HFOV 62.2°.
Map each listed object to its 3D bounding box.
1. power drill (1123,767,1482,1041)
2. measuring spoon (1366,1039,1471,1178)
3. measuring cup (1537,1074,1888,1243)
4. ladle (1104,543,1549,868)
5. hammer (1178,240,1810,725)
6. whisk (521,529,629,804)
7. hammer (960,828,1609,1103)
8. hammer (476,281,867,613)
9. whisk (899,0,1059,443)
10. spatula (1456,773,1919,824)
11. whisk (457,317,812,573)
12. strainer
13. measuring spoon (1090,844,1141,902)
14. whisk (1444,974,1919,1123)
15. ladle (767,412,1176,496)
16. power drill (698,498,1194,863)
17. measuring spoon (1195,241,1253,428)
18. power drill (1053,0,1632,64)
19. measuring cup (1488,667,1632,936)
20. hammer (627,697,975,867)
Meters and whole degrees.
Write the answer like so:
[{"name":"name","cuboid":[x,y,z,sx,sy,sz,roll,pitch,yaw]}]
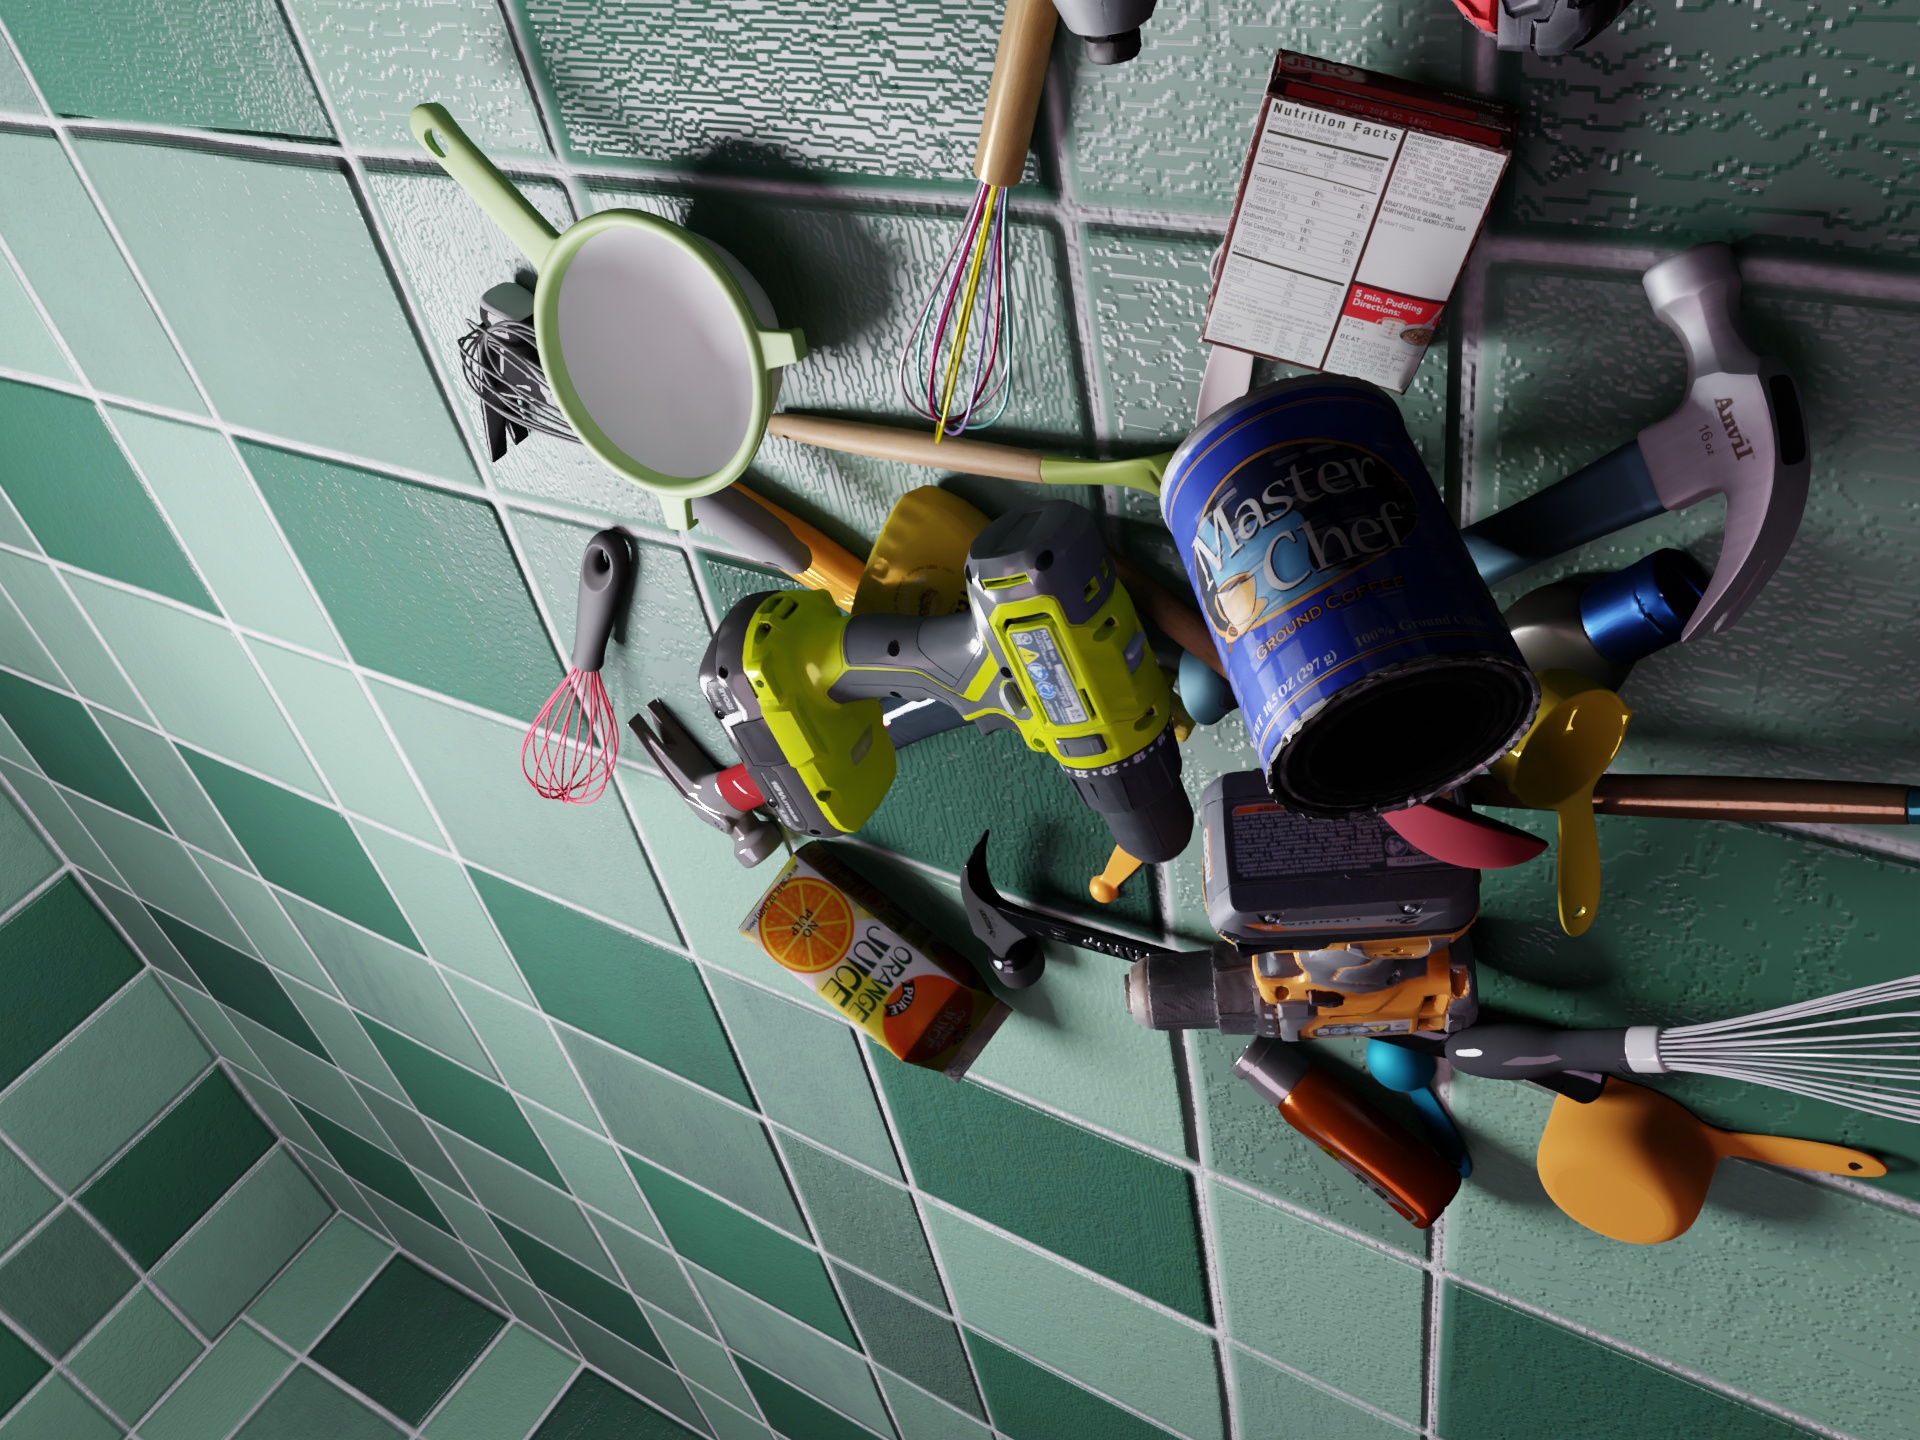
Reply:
[{"name":"power drill","cuboid":[0.164,0.104,0.790,0.185,0.084,0.226,-6,151,11]},{"name":"measuring spoon","cuboid":[0.282,0.242,0.969,0.042,0.021,0.128,-6,125,45]},{"name":"measuring cup","cuboid":[0.391,0.242,0.843,0.174,0.052,0.095,-7,124,48]},{"name":"ladle","cuboid":[0.131,-0.022,0.720,0.316,0.069,0.031,44,110,40]},{"name":"hammer","cuboid":[0.200,-0.062,0.675,0.331,0.033,0.128,-29,77,56]},{"name":"whisk","cuboid":[-0.272,-0.031,1.156,0.073,0.073,0.295,34,138,8]},{"name":"hammer","cuboid":[0.175,0.154,0.951,0.409,0.036,0.149,11,144,32]},{"name":"hammer","cuboid":[-0.151,-0.131,0.953,0.337,0.034,0.127,33,143,11]},{"name":"whisk","cuboid":[0.013,-0.219,0.702,0.051,0.047,0.244,32,141,14]},{"name":"spatula","cuboid":[0.356,0.027,0.643,0.317,0.044,0.082,1,129,40]},{"name":"whisk","cuboid":[-0.183,-0.154,0.896,0.239,0.055,0.055,34,144,1]},{"name":"strainer","cuboid":[-0.183,-0.236,0.841,0.256,0.069,0.151,46,132,3]},{"name":"measuring spoon","cuboid":[0.102,0.083,0.971,0.021,0.011,0.116,35,144,7]},{"name":"whisk","cuboid":[0.359,0.156,0.755,0.284,0.070,0.070,-13,119,45]},{"name":"ladle","cuboid":[0.017,-0.119,0.795,0.320,0.062,0.078,16,168,35]},{"name":"power drill","cuboid":[-0.001,-0.003,0.803,0.228,0.080,0.190,-7,123,33]},{"name":"measuring spoon","cuboid":[0.119,-0.164,0.691,0.034,0.018,0.124,15,147,8]},{"name":"power drill","cuboid":[0.111,-0.283,0.518,0.220,0.078,0.143,19,139,32]},{"name":"measuring cup","cuboid":[0.254,0.039,0.681,0.029,0.062,0.156,51,169,47]},{"name":"hammer","cuboid":[-0.088,0.004,1.038,0.143,0.038,0.386,51,143,-13]}]
